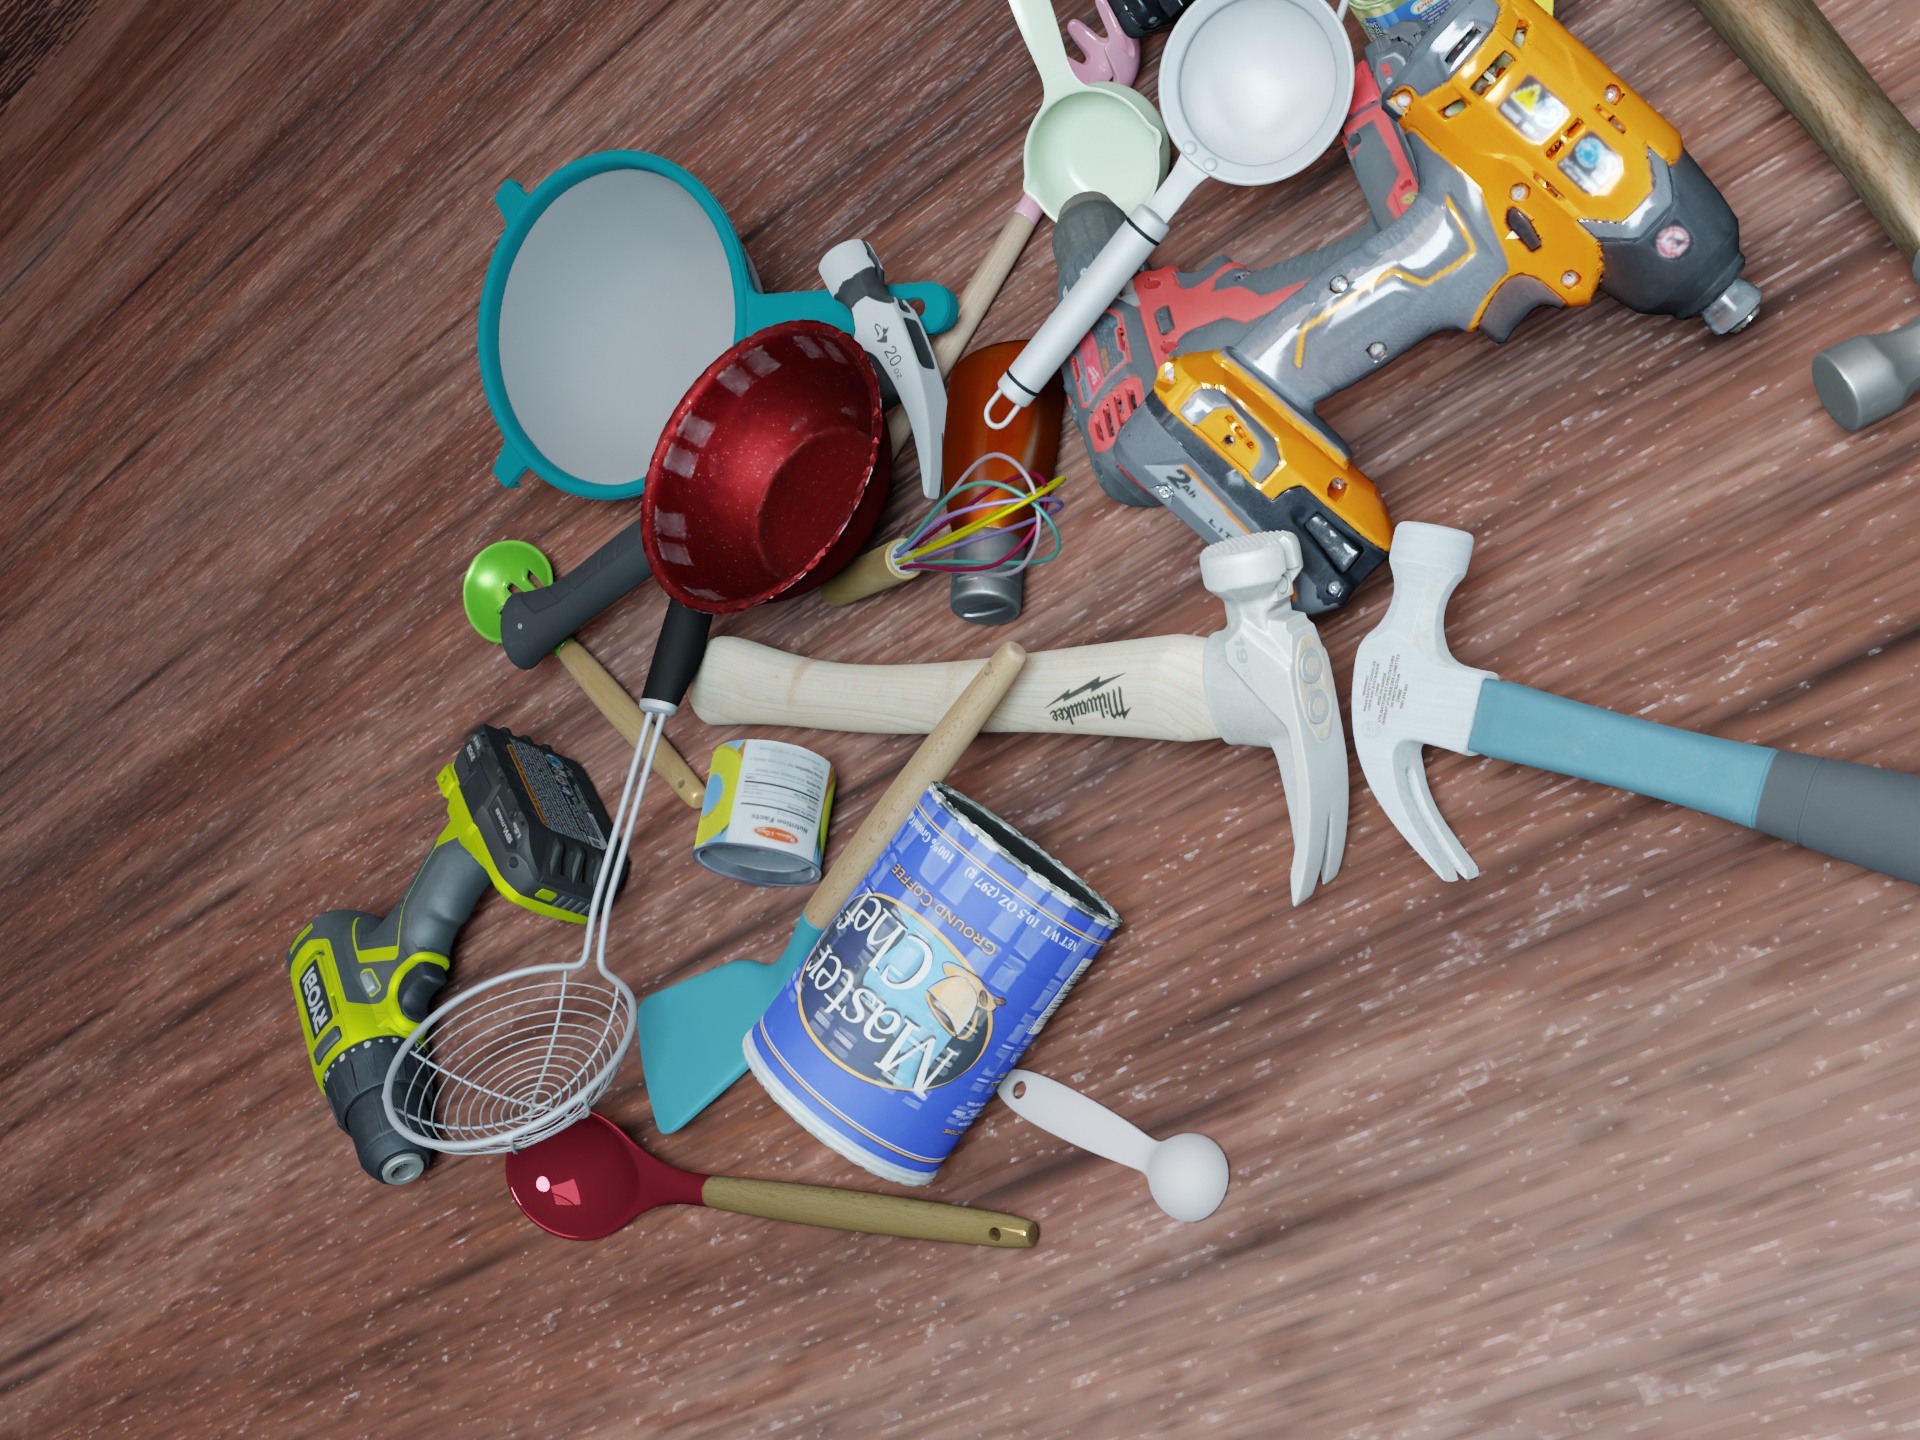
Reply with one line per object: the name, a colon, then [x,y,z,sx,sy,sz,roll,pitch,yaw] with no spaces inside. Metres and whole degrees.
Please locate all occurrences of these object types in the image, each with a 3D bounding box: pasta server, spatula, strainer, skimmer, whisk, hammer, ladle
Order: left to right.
skimmer: [-0.190,0.042,0.821,0.127,0.090,0.363,7,75,31]
hammer: [-0.147,-0.120,0.923,0.335,0.035,0.146,-31,81,25]
strainer: [-0.140,-0.240,0.982,0.340,0.095,0.211,4,95,26]
ladle: [-0.099,0.224,0.750,0.315,0.031,0.069,-5,90,35]
spatula: [-0.065,0.077,0.755,0.317,0.044,0.082,-53,40,31]
whisk: [-0.015,-0.084,0.783,0.047,0.051,0.245,-62,20,-17]
hammer: [-0.001,-0.002,0.761,0.411,0.038,0.146,1,109,47]
pasta server: [0.017,-0.267,0.907,0.316,0.040,0.060,-59,32,0]
strainer: [0.091,-0.235,0.730,0.087,0.050,0.258,43,113,4]
hammer: [0.326,-0.267,0.623,0.130,0.031,0.332,-25,61,12]
hammer: [0.281,0.025,0.525,0.331,0.033,0.128,19,101,38]

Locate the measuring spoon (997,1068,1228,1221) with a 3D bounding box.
measuring spoon: [0.056,0.170,0.660,0.124,0.018,0.034,17,79,43]

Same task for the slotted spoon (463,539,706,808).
slotted spoon: [-0.235,-0.029,0.995,0.070,0.031,0.314,-53,48,4]

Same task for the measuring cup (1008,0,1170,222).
measuring cup: [0.058,-0.342,0.841,0.083,0.167,0.038,-12,22,32]

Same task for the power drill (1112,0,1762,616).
power drill: [0.188,-0.150,0.635,0.226,0.164,0.084,-49,1,23]

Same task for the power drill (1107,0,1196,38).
power drill: [0.148,-0.424,0.752,0.226,0.185,0.084,-26,92,53]

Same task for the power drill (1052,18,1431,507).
power drill: [0.141,-0.226,0.759,0.226,0.080,0.188,-29,54,29]

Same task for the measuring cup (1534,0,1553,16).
measuring cup: [0.255,-0.362,0.728,0.062,0.029,0.157,-16,62,32]

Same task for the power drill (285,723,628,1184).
power drill: [-0.299,0.135,0.927,0.228,0.080,0.191,-49,47,11]
